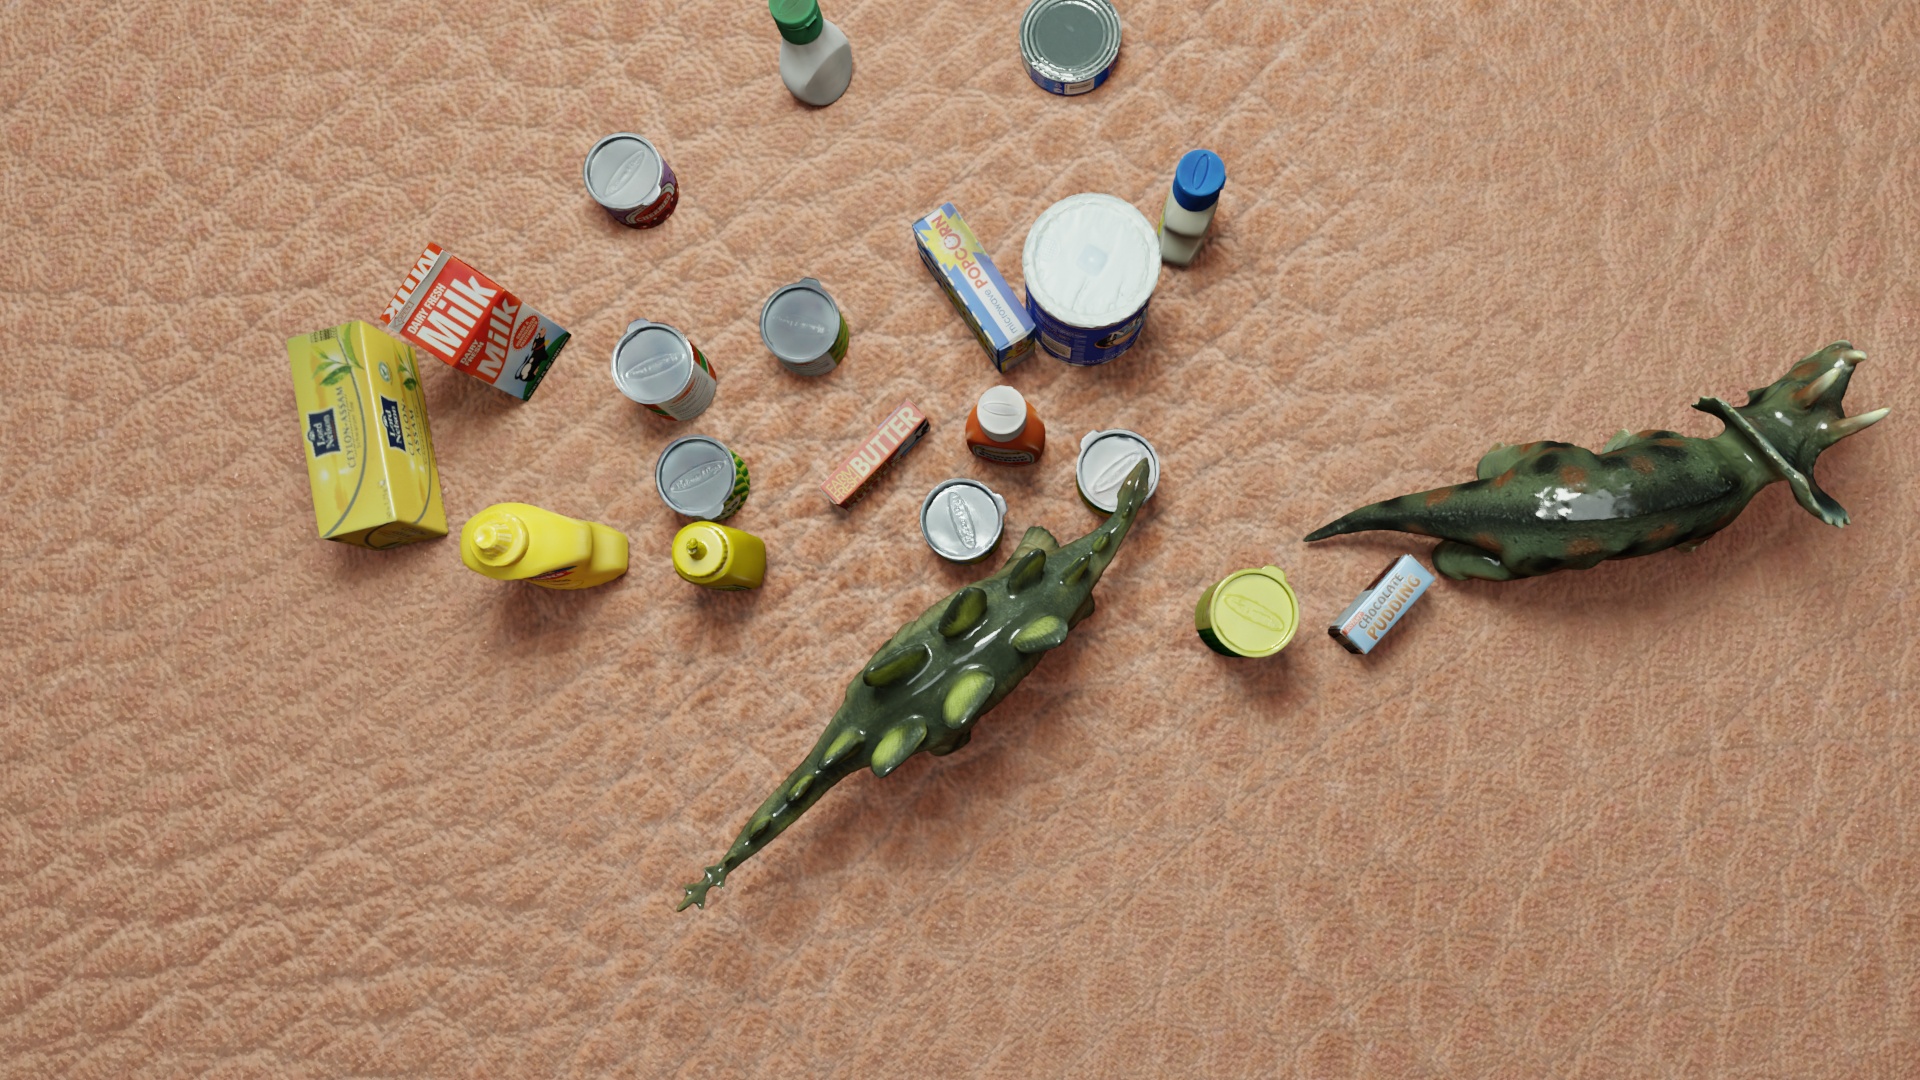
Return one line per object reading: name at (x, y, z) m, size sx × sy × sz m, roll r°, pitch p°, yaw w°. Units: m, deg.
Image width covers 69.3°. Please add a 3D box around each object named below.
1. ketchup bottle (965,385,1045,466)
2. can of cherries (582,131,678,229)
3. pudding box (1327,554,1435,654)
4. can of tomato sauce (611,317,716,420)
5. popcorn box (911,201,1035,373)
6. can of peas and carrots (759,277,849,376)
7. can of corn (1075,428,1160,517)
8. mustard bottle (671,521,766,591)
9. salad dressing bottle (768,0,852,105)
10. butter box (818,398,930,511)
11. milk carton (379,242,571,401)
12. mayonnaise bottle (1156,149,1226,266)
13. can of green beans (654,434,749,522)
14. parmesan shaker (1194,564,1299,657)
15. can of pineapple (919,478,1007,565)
ketchup bottle at (0.034, -0.089, 1.083) m, size 0.065 × 0.148 × 0.043 m, roll 8°, pitch 85°, yaw 4°
can of cherries at (-0.275, -0.299, 1.169) m, size 0.071 × 0.058 × 0.071 m, roll 0°, pitch 84°, yaw 3°
pudding box at (0.333, 0.051, 1.102) m, size 0.030 × 0.049 × 0.084 m, roll 43°, pitch 88°, yaw 6°
can of tomato sauce at (-0.242, -0.138, 1.137) m, size 0.071 × 0.083 × 0.071 m, roll 0°, pitch 84°, yaw 3°
popcorn box at (0.012, -0.203, 1.129) m, size 0.038 × 0.085 × 0.127 m, roll -34°, pitch 83°, yaw 0°
can of peas and carrots at (-0.127, -0.176, 1.147) m, size 0.071 × 0.058 × 0.071 m, roll 0°, pitch 84°, yaw 3°
can of corn at (0.124, -0.055, 1.120) m, size 0.071 × 0.058 × 0.071 m, roll 0°, pitch 84°, yaw 3°
mustard bottle at (-0.193, 0.012, 1.080) m, size 0.065 × 0.160 × 0.049 m, roll 3°, pitch 85°, yaw 4°
salad dressing bottle at (-0.123, -0.403, 1.126) m, size 0.044 × 0.147 × 0.064 m, roll 42°, pitch 88°, yaw 6°
butter box at (-0.069, -0.069, 1.135) m, size 0.024 × 0.053 × 0.103 m, roll 44°, pitch 88°, yaw 6°
milk carton at (-0.386, -0.173, 1.095) m, size 0.073 × 0.190 × 0.072 m, roll 33°, pitch 87°, yaw 6°
mayonnaise bottle at (0.181, -0.265, 1.094) m, size 0.041 × 0.148 × 0.065 m, roll 16°, pitch 86°, yaw 5°
can of green beans at (-0.210, -0.050, 1.139) m, size 0.071 × 0.058 × 0.071 m, roll 0°, pitch 84°, yaw 3°
parmesan shaker at (0.223, 0.056, 1.081) m, size 0.071 × 0.103 × 0.071 m, roll 0°, pitch 85°, yaw 3°
can of pineapple at (0.004, -0.014, 1.123) m, size 0.071 × 0.058 × 0.071 m, roll 0°, pitch 84°, yaw 3°
